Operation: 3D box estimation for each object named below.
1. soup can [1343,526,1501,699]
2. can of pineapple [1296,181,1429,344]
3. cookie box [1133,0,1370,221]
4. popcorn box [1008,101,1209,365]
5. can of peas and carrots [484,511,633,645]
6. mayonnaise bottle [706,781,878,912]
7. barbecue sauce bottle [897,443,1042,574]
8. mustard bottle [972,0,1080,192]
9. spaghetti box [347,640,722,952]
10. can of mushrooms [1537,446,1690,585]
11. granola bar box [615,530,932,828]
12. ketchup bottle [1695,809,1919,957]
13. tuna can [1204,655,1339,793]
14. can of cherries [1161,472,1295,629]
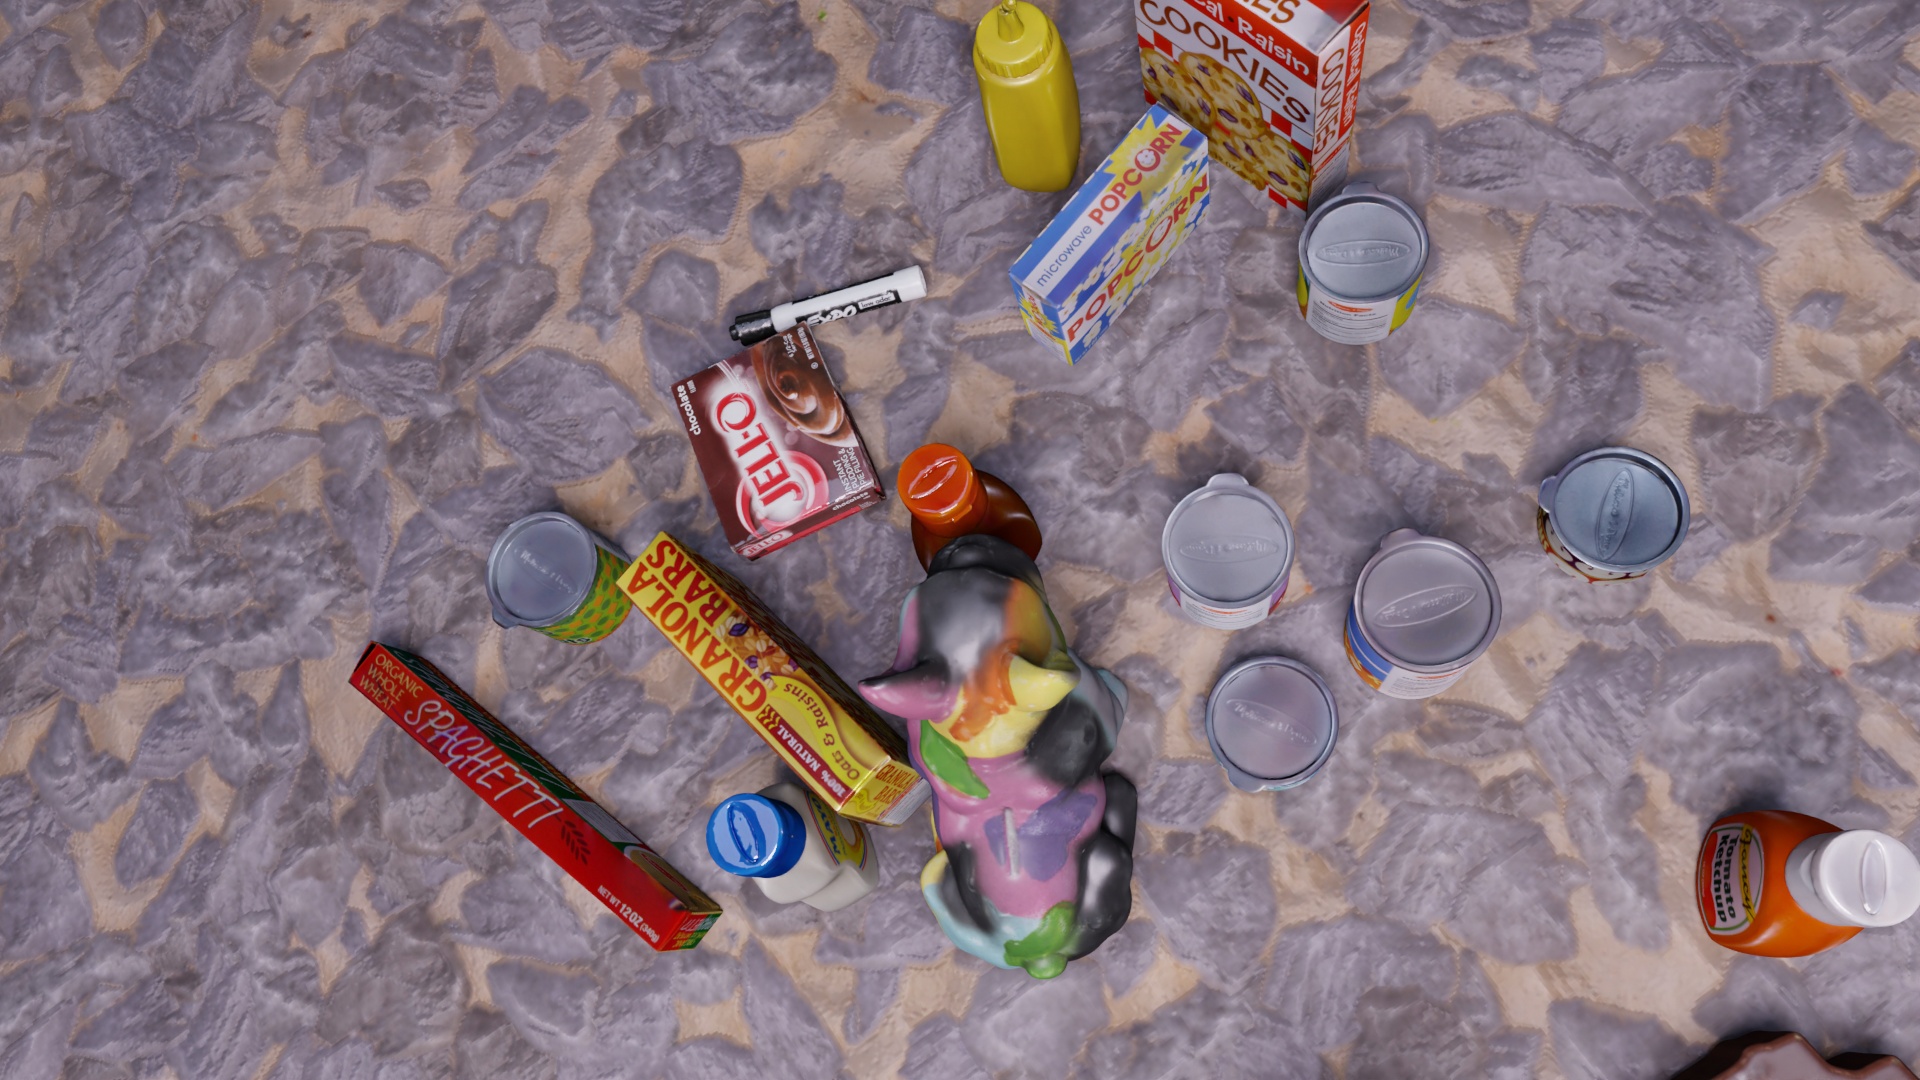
[{"bbox_3d":[0.224,0.037,0.685,0.071,0.083,0.071,-3,74,11],"label":"soup can"},{"bbox_3d":[0.217,-0.148,0.753,0.071,0.057,0.071,-3,74,11],"label":"can of pineapple"},{"bbox_3d":[0.151,-0.255,0.738,0.123,0.167,0.040,42,86,18],"label":"cookie box"},{"bbox_3d":[0.084,-0.167,0.770,0.038,0.085,0.127,39,85,18],"label":"popcorn box"},{"bbox_3d":[-0.227,0.025,0.792,0.071,0.058,0.071,-3,74,11],"label":"can of peas and carrots"},{"bbox_3d":[-0.081,0.148,0.680,0.041,0.148,0.065,-28,71,3],"label":"mayonnaise bottle"},{"bbox_3d":[0.003,-0.009,0.708,0.065,0.148,0.044,-38,71,-1],"label":"barbecue sauce bottle"},{"bbox_3d":[0.036,-0.252,0.764,0.049,0.160,0.065,3,76,12],"label":"mustard bottle"},{"bbox_3d":[-0.237,0.138,0.766,0.250,0.050,0.029,34,84,18],"label":"spaghetti box"},{"bbox_3d":[0.328,-0.013,0.705,0.071,0.033,0.071,-3,74,10],"label":"can of mushrooms"},{"bbox_3d":[-0.090,0.076,0.715,0.166,0.124,0.039,42,86,19],"label":"granola bar box"},{"bbox_3d":[0.359,0.146,0.593,0.043,0.148,0.065,6,76,13],"label":"ketchup bottle"},{"bbox_3d":[0.157,0.096,0.709,0.071,0.032,0.071,-3,74,10],"label":"tuna can"},{"bbox_3d":[0.140,0.007,0.724,0.071,0.058,0.071,-3,74,11],"label":"can of cherries"}]
